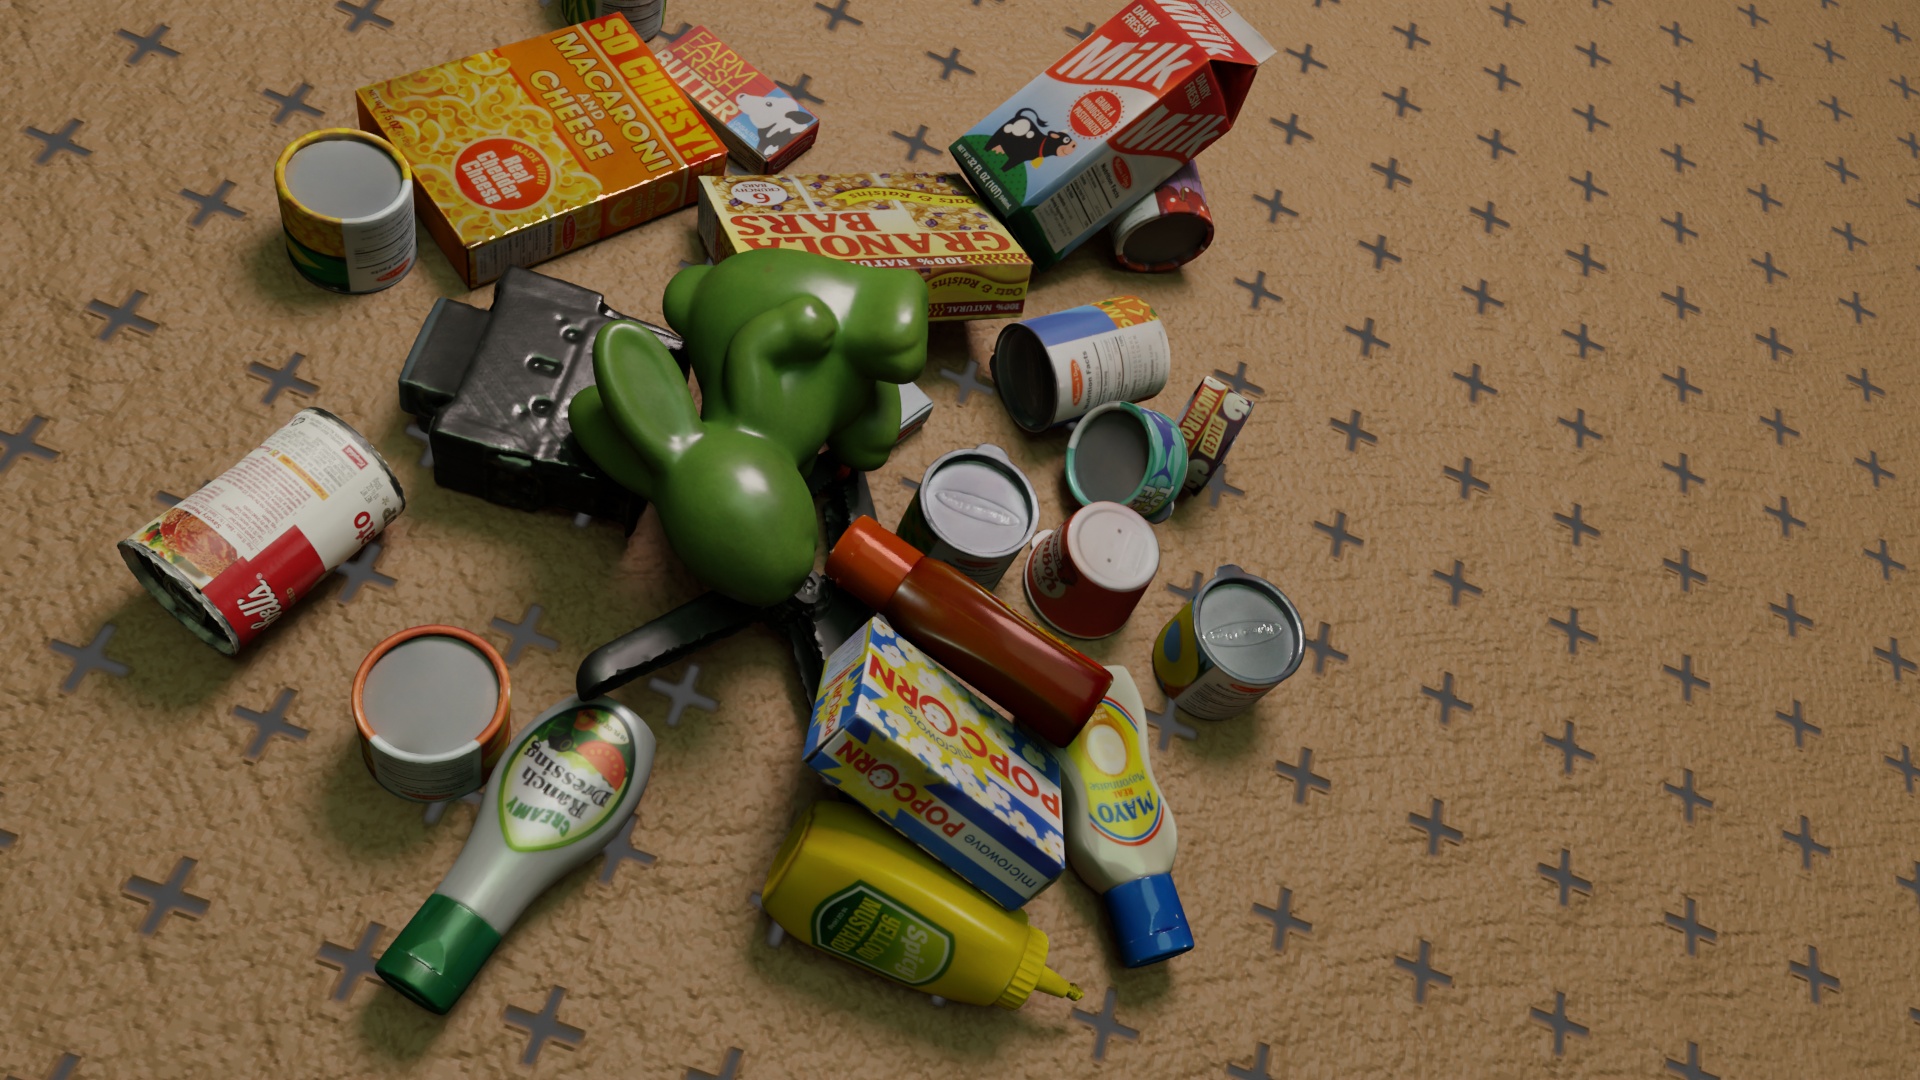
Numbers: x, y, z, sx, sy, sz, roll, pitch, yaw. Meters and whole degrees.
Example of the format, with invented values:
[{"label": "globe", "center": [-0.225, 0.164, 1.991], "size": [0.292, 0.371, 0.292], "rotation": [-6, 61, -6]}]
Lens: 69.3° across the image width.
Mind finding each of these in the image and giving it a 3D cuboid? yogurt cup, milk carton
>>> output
[{"label": "yogurt cup", "center": [0.075, 0.014, 0.769], "size": [0.072, 0.053, 0.073], "rotation": [8, 61, -15]}, {"label": "milk carton", "center": [0.096, -0.260, 0.852], "size": [0.190, 0.073, 0.072], "rotation": [-36, 62, 6]}]

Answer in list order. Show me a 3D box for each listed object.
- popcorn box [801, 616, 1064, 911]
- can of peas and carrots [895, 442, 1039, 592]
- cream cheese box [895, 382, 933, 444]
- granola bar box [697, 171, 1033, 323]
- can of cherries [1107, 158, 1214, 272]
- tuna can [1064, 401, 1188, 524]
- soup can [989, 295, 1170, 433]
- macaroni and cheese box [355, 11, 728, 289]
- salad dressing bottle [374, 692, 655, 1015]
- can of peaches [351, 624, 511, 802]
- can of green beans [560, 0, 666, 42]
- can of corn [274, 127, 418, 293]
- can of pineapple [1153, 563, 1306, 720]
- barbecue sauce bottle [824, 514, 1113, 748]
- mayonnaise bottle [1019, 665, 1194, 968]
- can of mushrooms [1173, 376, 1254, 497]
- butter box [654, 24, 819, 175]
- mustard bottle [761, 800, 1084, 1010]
[{"label": "popcorn box", "center": [-0.009, 0.103, 0.648], "size": [0.126, 0.038, 0.085], "rotation": [39, 22, -16]}, {"label": "can of peas and carrots", "center": [0.003, -0.009, 0.754], "size": [0.071, 0.058, 0.071], "rotation": [8, 60, -15]}, {"label": "cream cheese box", "center": [-0.071, -0.095, 0.797], "size": [0.104, 0.024, 0.053], "rotation": [45, 58, 9]}, {"label": "granola bar box", "center": [-0.058, -0.170, 0.807], "size": [0.166, 0.038, 0.125], "rotation": [-7, 40, -22]}, {"label": "can of cherries", "center": [0.129, -0.216, 0.905], "size": [0.071, 0.071, 0.058], "rotation": [-2, 64, -19]}, {"label": "tuna can", "center": [0.095, -0.043, 0.795], "size": [0.033, 0.071, 0.071], "rotation": [10, 56, -46]}, {"label": "soup can", "center": [0.071, -0.107, 0.828], "size": [0.084, 0.071, 0.071], "rotation": [-18, 70, -27]}, {"label": "macaroni and cheese box", "center": [-0.239, -0.230, 0.804], "size": [0.167, 0.040, 0.124], "rotation": [-30, 75, -29]}, {"label": "salad dressing bottle", "center": [-0.196, 0.136, 0.618], "size": [0.064, 0.043, 0.148], "rotation": [33, 58, 0]}, {"label": "can of peaches", "center": [-0.238, 0.076, 0.628], "size": [0.071, 0.057, 0.071], "rotation": [8, 61, -14]}, {"label": "can of green beans", "center": [-0.215, -0.354, 0.869], "size": [0.071, 0.057, 0.071], "rotation": [8, 61, -14]}, {"label": "can of corn", "center": [-0.326, -0.176, 0.735], "size": [0.071, 0.058, 0.071], "rotation": [8, 60, -15]}, {"label": "can of pineapple", "center": [0.147, 0.058, 0.767], "size": [0.071, 0.057, 0.071], "rotation": [8, 61, -15]}, {"label": "barbecue sauce bottle", "center": [0.002, 0.043, 0.683], "size": [0.148, 0.064, 0.044], "rotation": [34, 76, 7]}, {"label": "mayonnaise bottle", "center": [0.078, 0.139, 0.709], "size": [0.065, 0.041, 0.148], "rotation": [-9, 65, -19]}, {"label": "can of mushrooms", "center": [0.143, -0.062, 0.823], "size": [0.033, 0.070, 0.071], "rotation": [32, 58, 2]}, {"label": "butter box", "center": [-0.144, -0.274, 0.869], "size": [0.103, 0.024, 0.053], "rotation": [39, 58, 5]}, {"label": "mustard bottle", "center": [-0.010, 0.179, 0.644], "size": [0.160, 0.065, 0.049], "rotation": [28, 29, -8]}]
